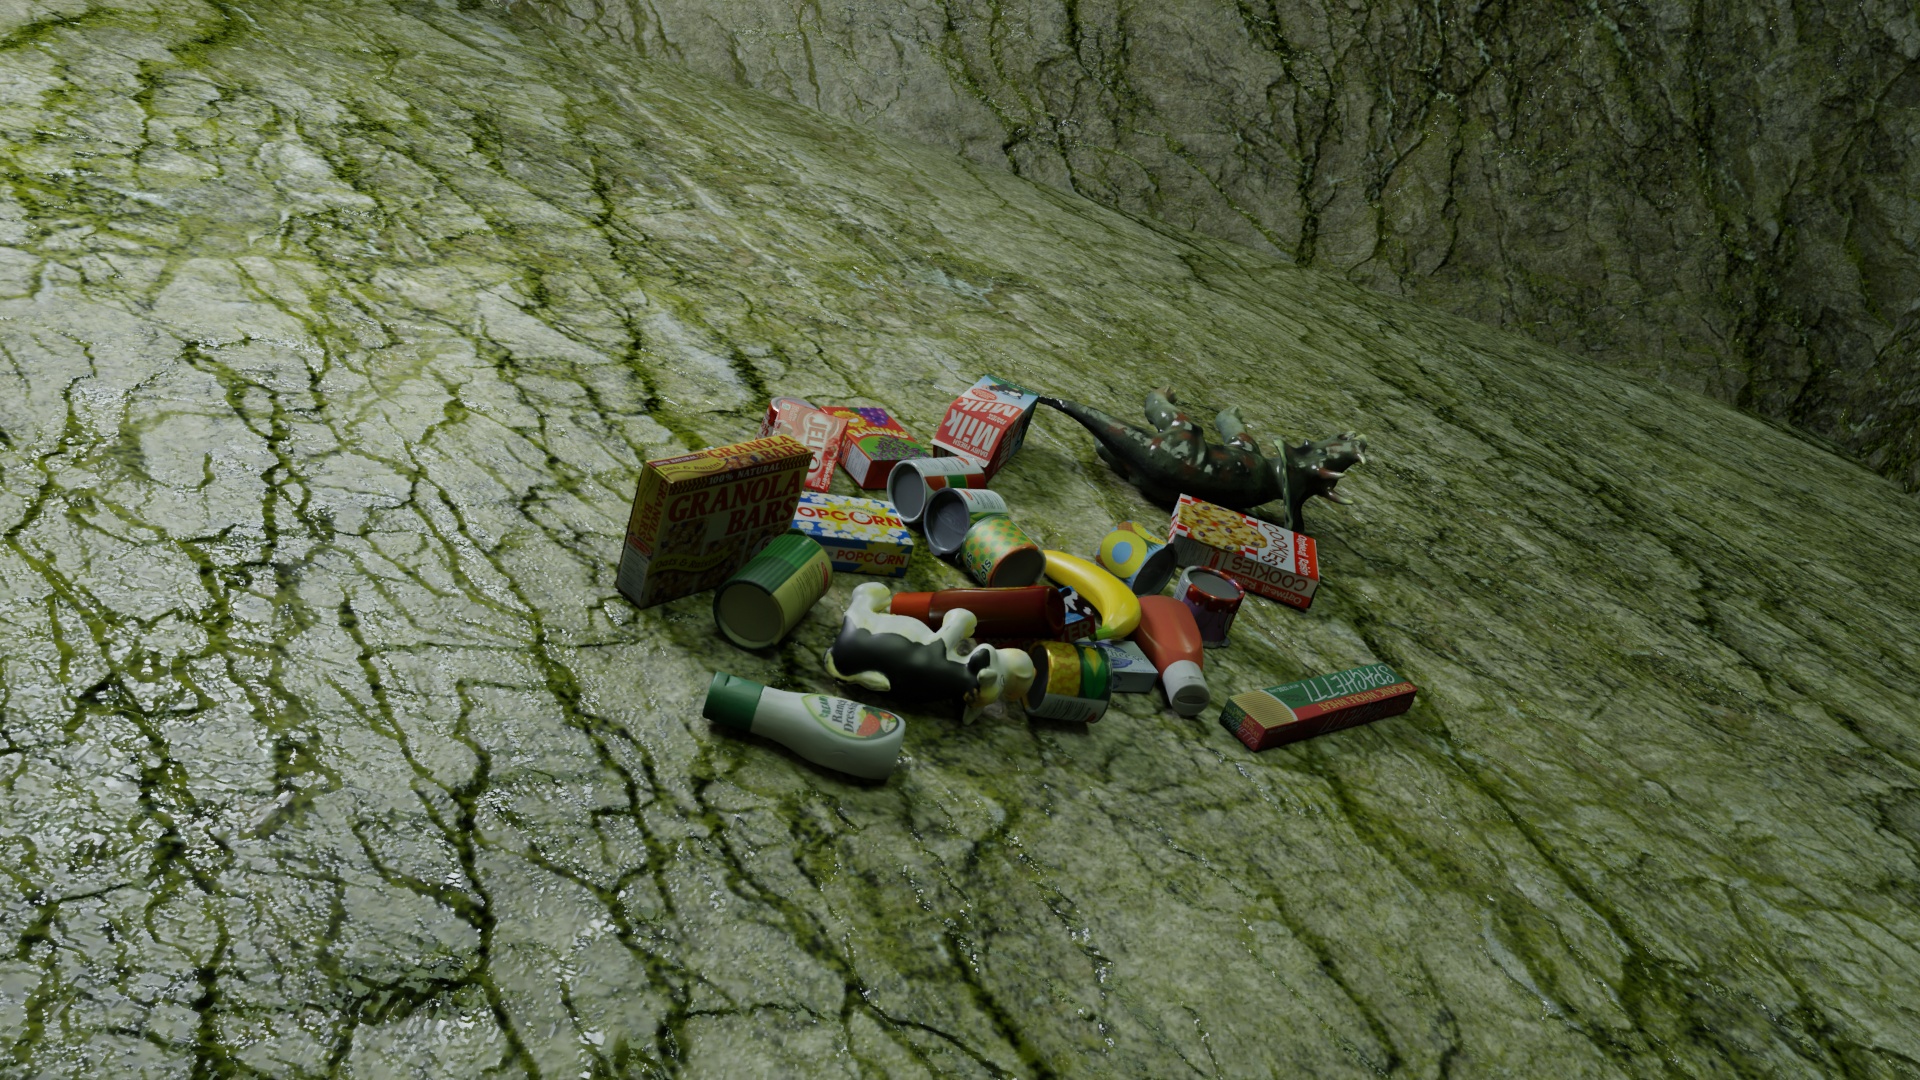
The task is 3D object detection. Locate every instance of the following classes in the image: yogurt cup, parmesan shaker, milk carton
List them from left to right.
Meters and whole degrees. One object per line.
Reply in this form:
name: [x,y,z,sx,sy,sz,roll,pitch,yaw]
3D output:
parmesan shaker: [-0.158,0.040,1.170,0.071,0.071,0.103,23,26,9]
yogurt cup: [-0.182,-0.118,1.484,0.072,0.053,0.073,16,26,-8]
milk carton: [0.026,-0.128,1.620,0.072,0.073,0.191,24,26,10]

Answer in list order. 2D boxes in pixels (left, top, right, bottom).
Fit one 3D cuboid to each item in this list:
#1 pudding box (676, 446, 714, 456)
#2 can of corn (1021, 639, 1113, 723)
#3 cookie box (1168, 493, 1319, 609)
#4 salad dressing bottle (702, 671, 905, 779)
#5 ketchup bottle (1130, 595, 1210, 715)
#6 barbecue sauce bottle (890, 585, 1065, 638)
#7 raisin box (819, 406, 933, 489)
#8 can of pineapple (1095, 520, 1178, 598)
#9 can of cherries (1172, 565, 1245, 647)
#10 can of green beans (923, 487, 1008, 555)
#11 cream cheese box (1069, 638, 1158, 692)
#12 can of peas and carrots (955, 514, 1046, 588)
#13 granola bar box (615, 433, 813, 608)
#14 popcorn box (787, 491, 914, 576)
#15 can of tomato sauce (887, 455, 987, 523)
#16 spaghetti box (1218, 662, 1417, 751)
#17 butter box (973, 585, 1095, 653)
pudding box: [-0.234,-0.058,1.358,0.084,0.030,0.050,31,29,24]
can of corn: [0.089,0.118,1.184,0.058,0.070,0.071,9,27,-19]
cookie box: [0.321,0.012,1.581,0.167,0.040,0.123,19,25,4]
salad dressing bottle: [-0.117,0.136,1.039,0.148,0.043,0.064,17,24,-4]
ketchup bottle: [0.200,0.107,1.308,0.065,0.043,0.149,6,28,-9]
barbecue sauce bottle: [0.013,0.063,1.209,0.148,0.044,0.065,-2,-16,20]
raisin box: [-0.096,-0.102,1.528,0.086,0.040,0.124,-3,35,-37]
can of pineapple: [0.183,0.019,1.439,0.071,0.070,0.058,-9,37,-44]
can of cherries: [0.248,0.067,1.401,0.071,0.058,0.072,15,26,-7]
can of green beans: [0.006,-0.019,1.396,0.058,0.071,0.071,1,30,-45]
cream cheese box: [0.123,0.113,1.266,0.104,0.024,0.053,5,28,-27]
can of peas and carrots: [0.039,0.018,1.352,0.071,0.070,0.059,-2,33,-36]
granola bar box: [-0.210,-0.020,1.192,0.039,0.123,0.166,34,29,26]
popcorn box: [-0.117,-0.008,1.328,0.127,0.038,0.085,7,28,-24]
can of tomato sauce: [-0.025,-0.051,1.447,0.083,0.071,0.071,-7,35,-41]
spaghetti box: [0.347,0.156,1.326,0.251,0.028,0.050,-5,35,-40]
butter box: [0.065,0.078,1.251,0.104,0.024,0.053,-18,34,-14]
